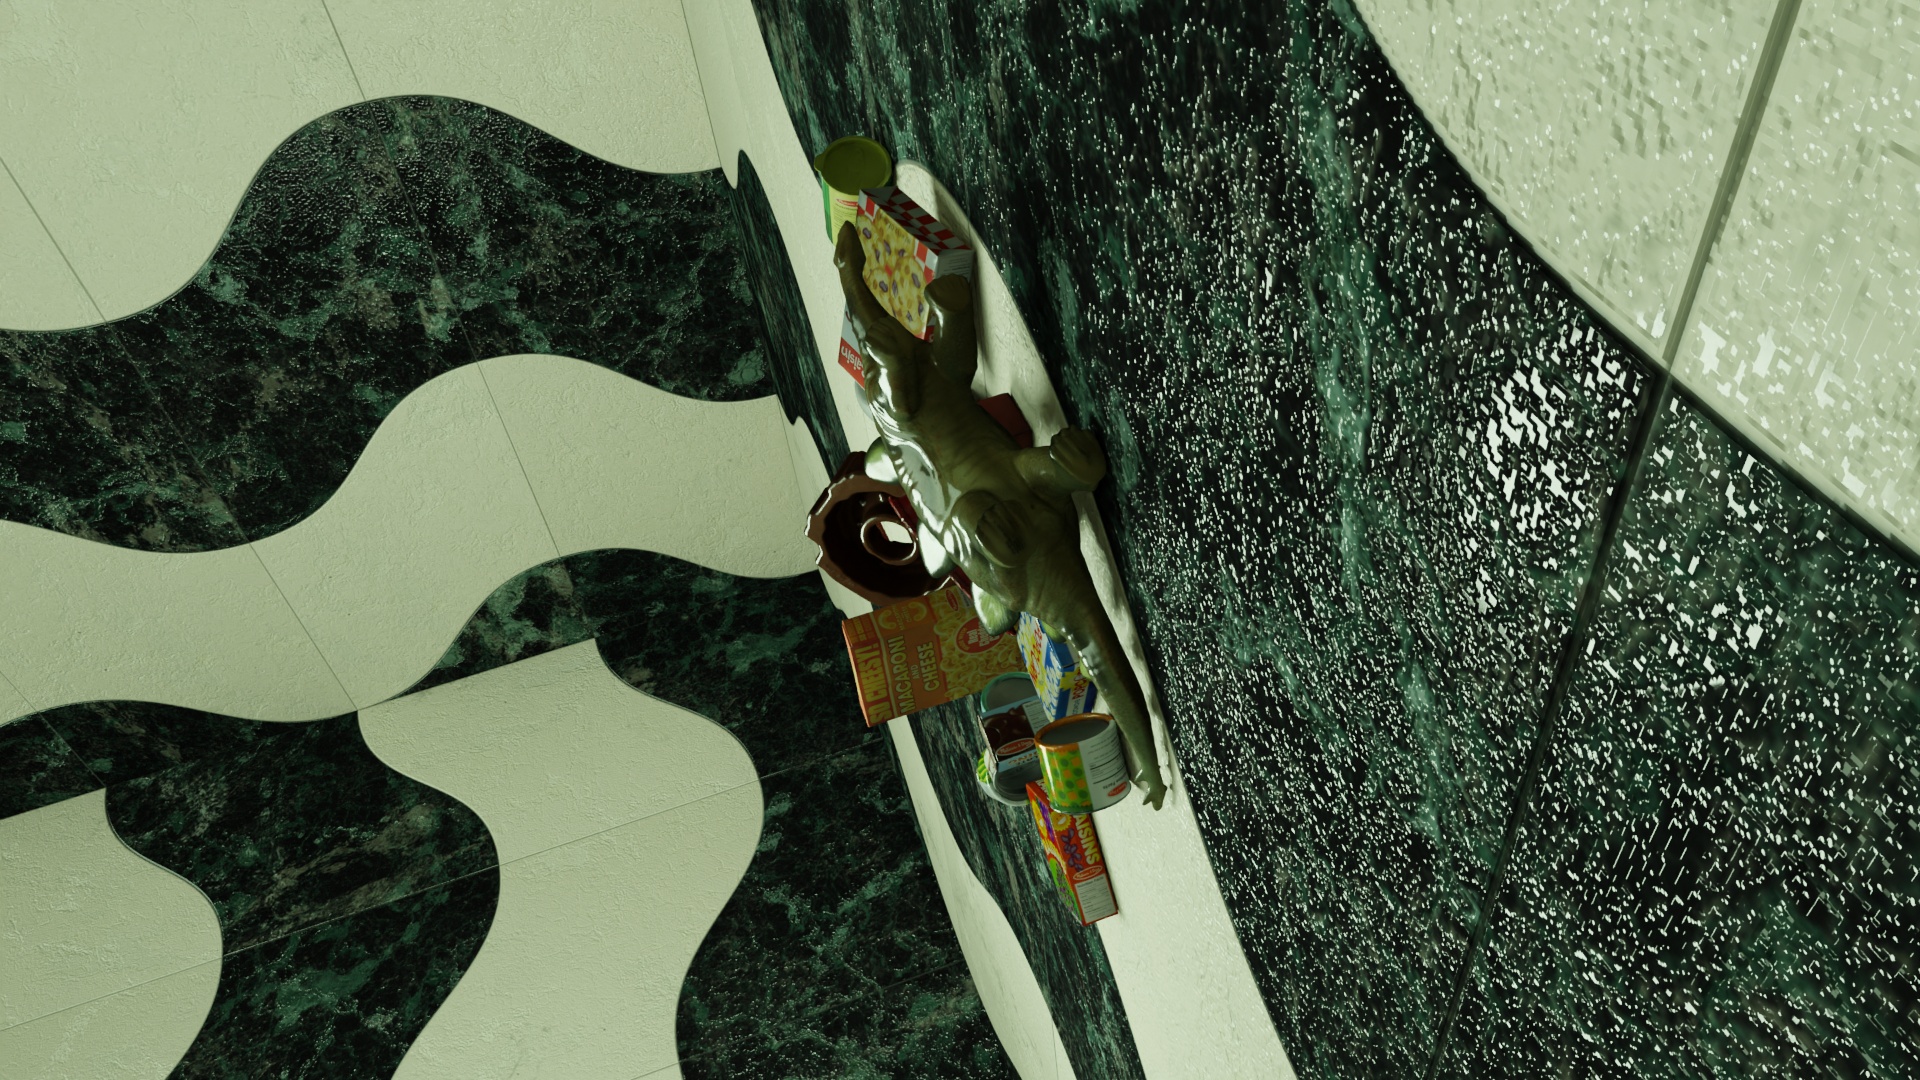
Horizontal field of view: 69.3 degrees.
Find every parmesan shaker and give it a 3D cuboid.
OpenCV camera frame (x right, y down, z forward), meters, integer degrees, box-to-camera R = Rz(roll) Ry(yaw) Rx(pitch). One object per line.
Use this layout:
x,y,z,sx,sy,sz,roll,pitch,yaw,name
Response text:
-0.101,-0.326,1.319,0.102,0.071,0.071,98,154,-69,parmesan shaker

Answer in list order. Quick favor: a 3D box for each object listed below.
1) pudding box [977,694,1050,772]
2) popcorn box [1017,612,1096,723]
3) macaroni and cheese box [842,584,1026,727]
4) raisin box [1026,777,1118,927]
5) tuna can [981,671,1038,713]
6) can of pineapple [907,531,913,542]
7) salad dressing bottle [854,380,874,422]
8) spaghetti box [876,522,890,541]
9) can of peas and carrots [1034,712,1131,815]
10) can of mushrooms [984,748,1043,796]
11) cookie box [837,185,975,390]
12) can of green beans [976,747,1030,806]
0.061,0.164,1.215,0.030,0.084,0.050,89,161,-60,pudding box
0.079,0.086,1.118,0.126,0.038,0.085,90,162,-61,popcorn box
-0.023,0.106,1.345,0.040,0.167,0.123,-116,13,-45,macaroni and cheese box
0.106,0.293,1.326,0.086,0.040,0.123,-157,49,-79,raisin box
0.052,0.156,1.311,0.071,0.071,0.032,-117,15,-47,tuna can
-0.029,-0.025,1.446,0.070,0.071,0.058,83,166,-45,can of pineapple
-0.064,-0.136,1.490,0.148,0.064,0.043,56,170,38,salad dressing bottle
-0.066,0.059,1.490,0.251,0.029,0.050,-120,17,-49,spaghetti box
0.094,0.174,1.091,0.071,0.071,0.058,-145,39,-74,can of peas and carrots
0.058,0.219,1.381,0.033,0.071,0.070,-117,14,-50,can of mushrooms
-0.047,-0.189,1.149,0.123,0.040,0.166,47,139,38,cookie box
0.054,0.242,1.451,0.057,0.071,0.071,146,107,-79,can of green beans
